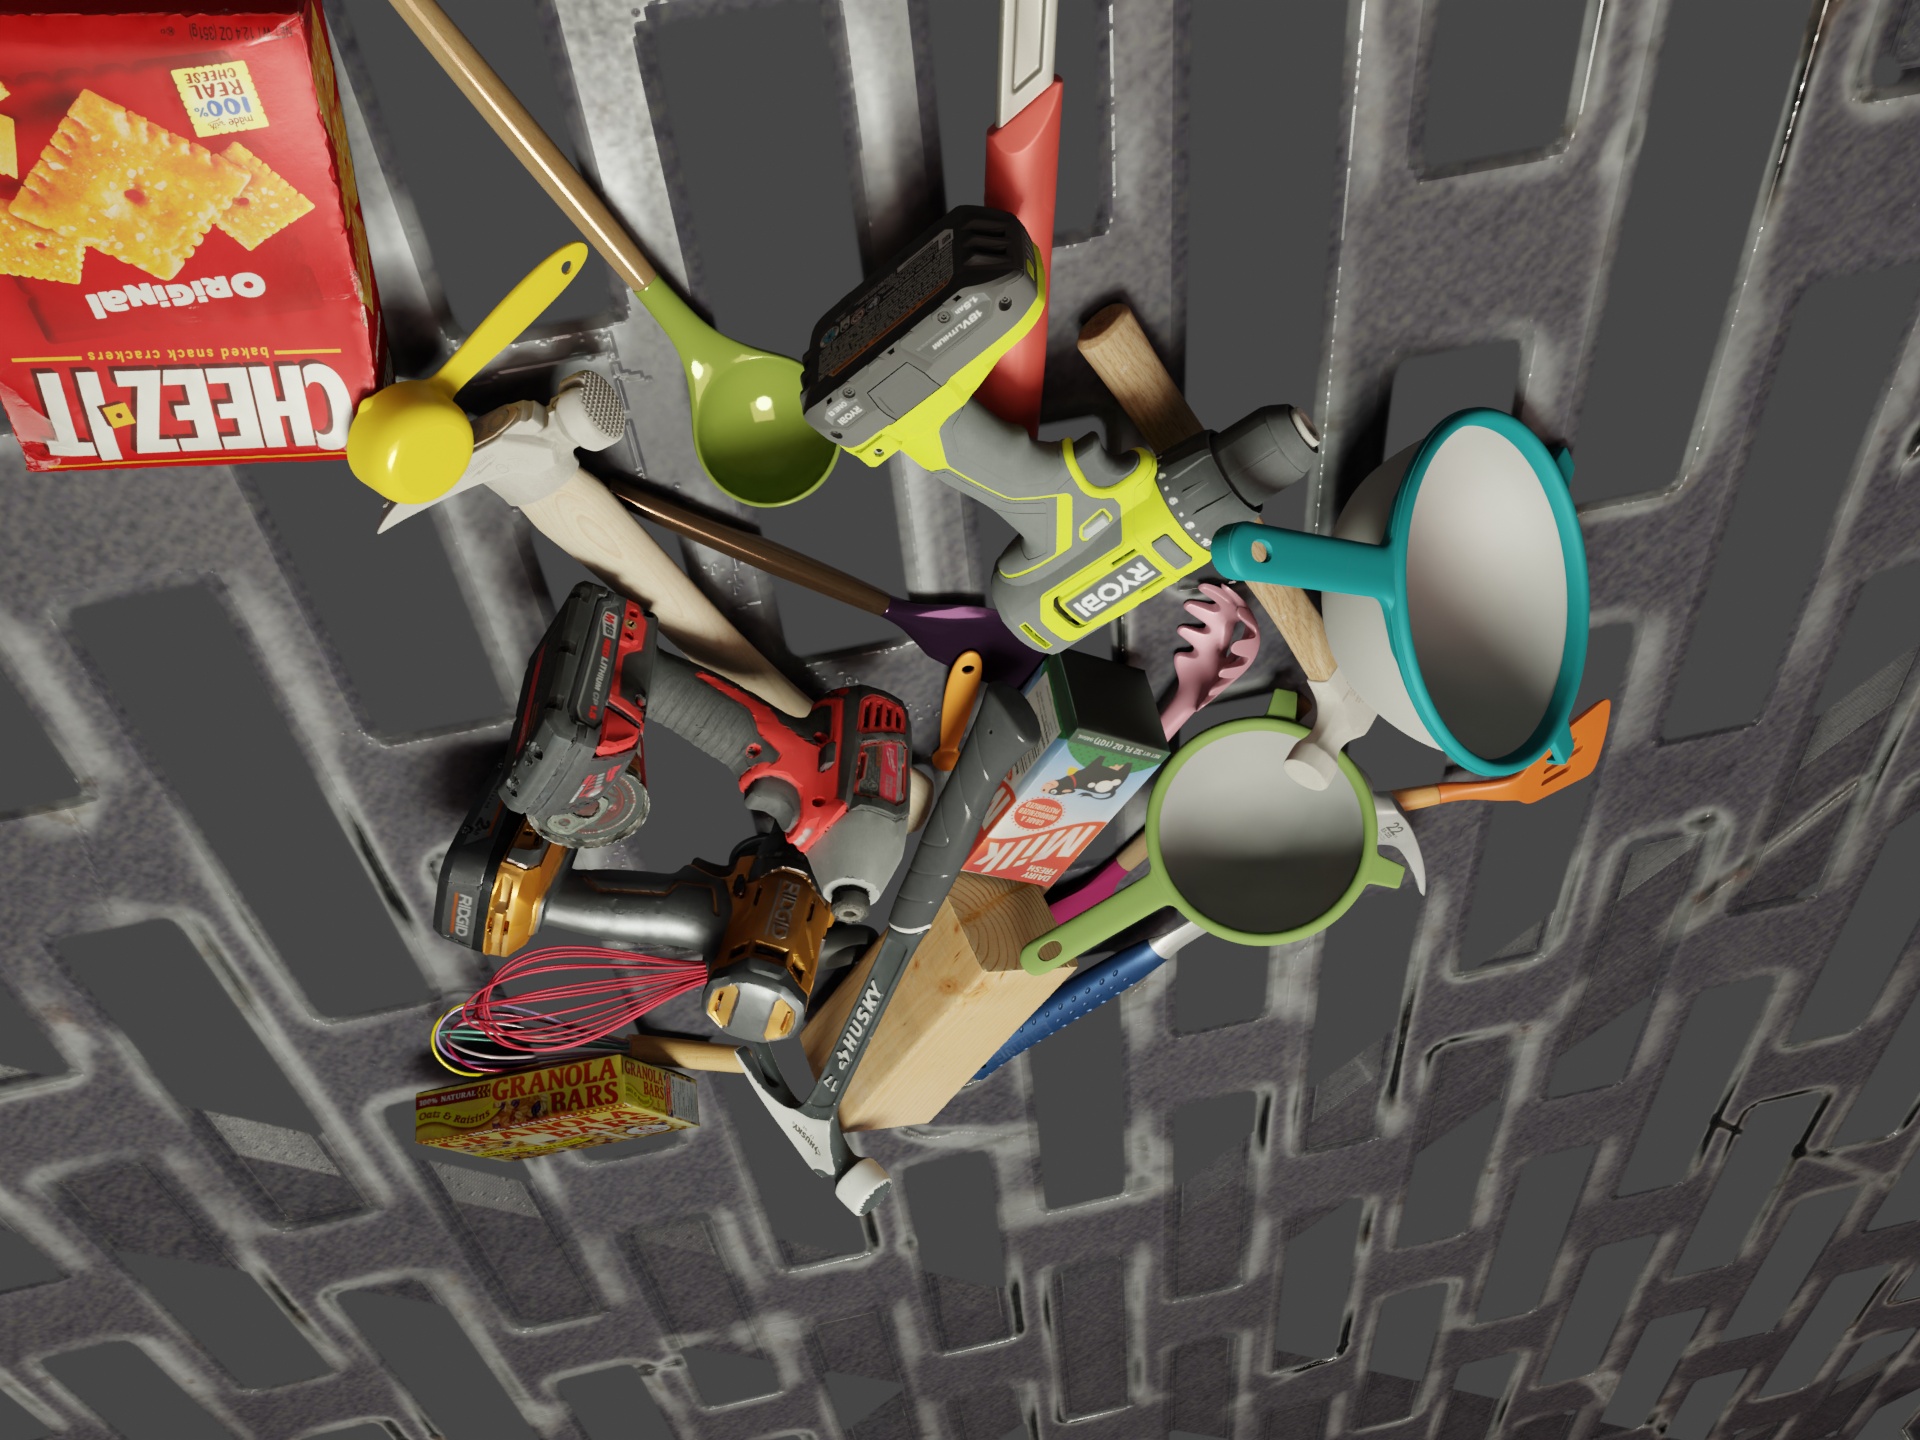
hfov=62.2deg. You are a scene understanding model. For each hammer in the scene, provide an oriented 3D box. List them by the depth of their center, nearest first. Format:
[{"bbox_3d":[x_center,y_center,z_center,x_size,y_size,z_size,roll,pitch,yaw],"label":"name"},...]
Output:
[{"bbox_3d":[0.038,-0.263,0.775,0.149,0.037,0.358,-7,134,-9],"label":"hammer"},{"bbox_3d":[0.167,-0.109,0.929,0.331,0.031,0.130,49,67,-33],"label":"hammer"},{"bbox_3d":[-0.146,-0.036,0.932,0.146,0.038,0.410,-20,140,22],"label":"hammer"},{"bbox_3d":[-0.043,0.145,1.057,0.036,0.149,0.408,-16,139,-50],"label":"hammer"},{"bbox_3d":[0.163,0.171,1.204,0.405,0.035,0.144,-35,129,24],"label":"hammer"}]

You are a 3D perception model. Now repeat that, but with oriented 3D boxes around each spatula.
[{"bbox_3d":[-0.065,-0.078,0.936,0.315,0.018,0.059,21,133,-31],"label":"spatula"},{"bbox_3d":[0.322,0.052,1.165,0.322,0.041,0.080,-10,135,0],"label":"spatula"}]

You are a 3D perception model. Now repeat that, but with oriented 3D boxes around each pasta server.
[{"bbox_3d":[0.111,0.030,1.073,0.040,0.060,0.316,6,136,-31],"label":"pasta server"}]

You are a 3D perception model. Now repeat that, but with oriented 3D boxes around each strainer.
[{"bbox_3d":[0.231,-0.075,0.899,0.340,0.211,0.095,3,177,-40],"label":"strainer"},{"bbox_3d":[0.156,0.103,1.073,0.256,0.151,0.069,-31,166,6],"label":"strainer"}]

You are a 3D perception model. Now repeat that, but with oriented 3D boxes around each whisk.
[{"bbox_3d":[-0.200,0.182,1.126,0.295,0.073,0.073,-8,135,-16],"label":"whisk"},{"bbox_3d":[-0.269,0.244,1.175,0.244,0.047,0.051,13,146,-30],"label":"whisk"}]

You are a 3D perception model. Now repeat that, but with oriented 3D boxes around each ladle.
[{"bbox_3d":[-0.162,-0.223,0.747,0.078,0.062,0.319,-39,129,2],"label":"ladle"}]

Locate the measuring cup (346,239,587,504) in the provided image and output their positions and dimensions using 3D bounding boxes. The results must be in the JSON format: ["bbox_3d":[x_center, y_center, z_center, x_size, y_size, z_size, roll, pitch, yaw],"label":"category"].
[{"bbox_3d":[-0.225,-0.166,0.756,0.156,0.029,0.062,-49,157,-6],"label":"measuring cup"}]

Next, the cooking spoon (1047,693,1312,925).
[{"bbox_3d":[0.135,0.087,1.150,0.068,0.017,0.319,21,125,-39],"label":"cooking spoon"}]

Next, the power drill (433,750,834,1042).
[{"bbox_3d":[-0.186,0.090,0.986,0.226,0.185,0.084,18,129,-5],"label":"power drill"}]

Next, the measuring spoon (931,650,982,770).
[{"bbox_3d":[-0.002,-0.003,1.021,0.021,0.011,0.116,0,141,-11],"label":"measuring spoon"}]

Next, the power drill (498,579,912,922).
[{"bbox_3d":[-0.127,0.023,0.865,0.219,0.143,0.078,21,138,-24],"label":"power drill"}]

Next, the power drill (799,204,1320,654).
[{"bbox_3d":[0.051,-0.145,0.803,0.190,0.080,0.228,-32,130,28],"label":"power drill"}]
